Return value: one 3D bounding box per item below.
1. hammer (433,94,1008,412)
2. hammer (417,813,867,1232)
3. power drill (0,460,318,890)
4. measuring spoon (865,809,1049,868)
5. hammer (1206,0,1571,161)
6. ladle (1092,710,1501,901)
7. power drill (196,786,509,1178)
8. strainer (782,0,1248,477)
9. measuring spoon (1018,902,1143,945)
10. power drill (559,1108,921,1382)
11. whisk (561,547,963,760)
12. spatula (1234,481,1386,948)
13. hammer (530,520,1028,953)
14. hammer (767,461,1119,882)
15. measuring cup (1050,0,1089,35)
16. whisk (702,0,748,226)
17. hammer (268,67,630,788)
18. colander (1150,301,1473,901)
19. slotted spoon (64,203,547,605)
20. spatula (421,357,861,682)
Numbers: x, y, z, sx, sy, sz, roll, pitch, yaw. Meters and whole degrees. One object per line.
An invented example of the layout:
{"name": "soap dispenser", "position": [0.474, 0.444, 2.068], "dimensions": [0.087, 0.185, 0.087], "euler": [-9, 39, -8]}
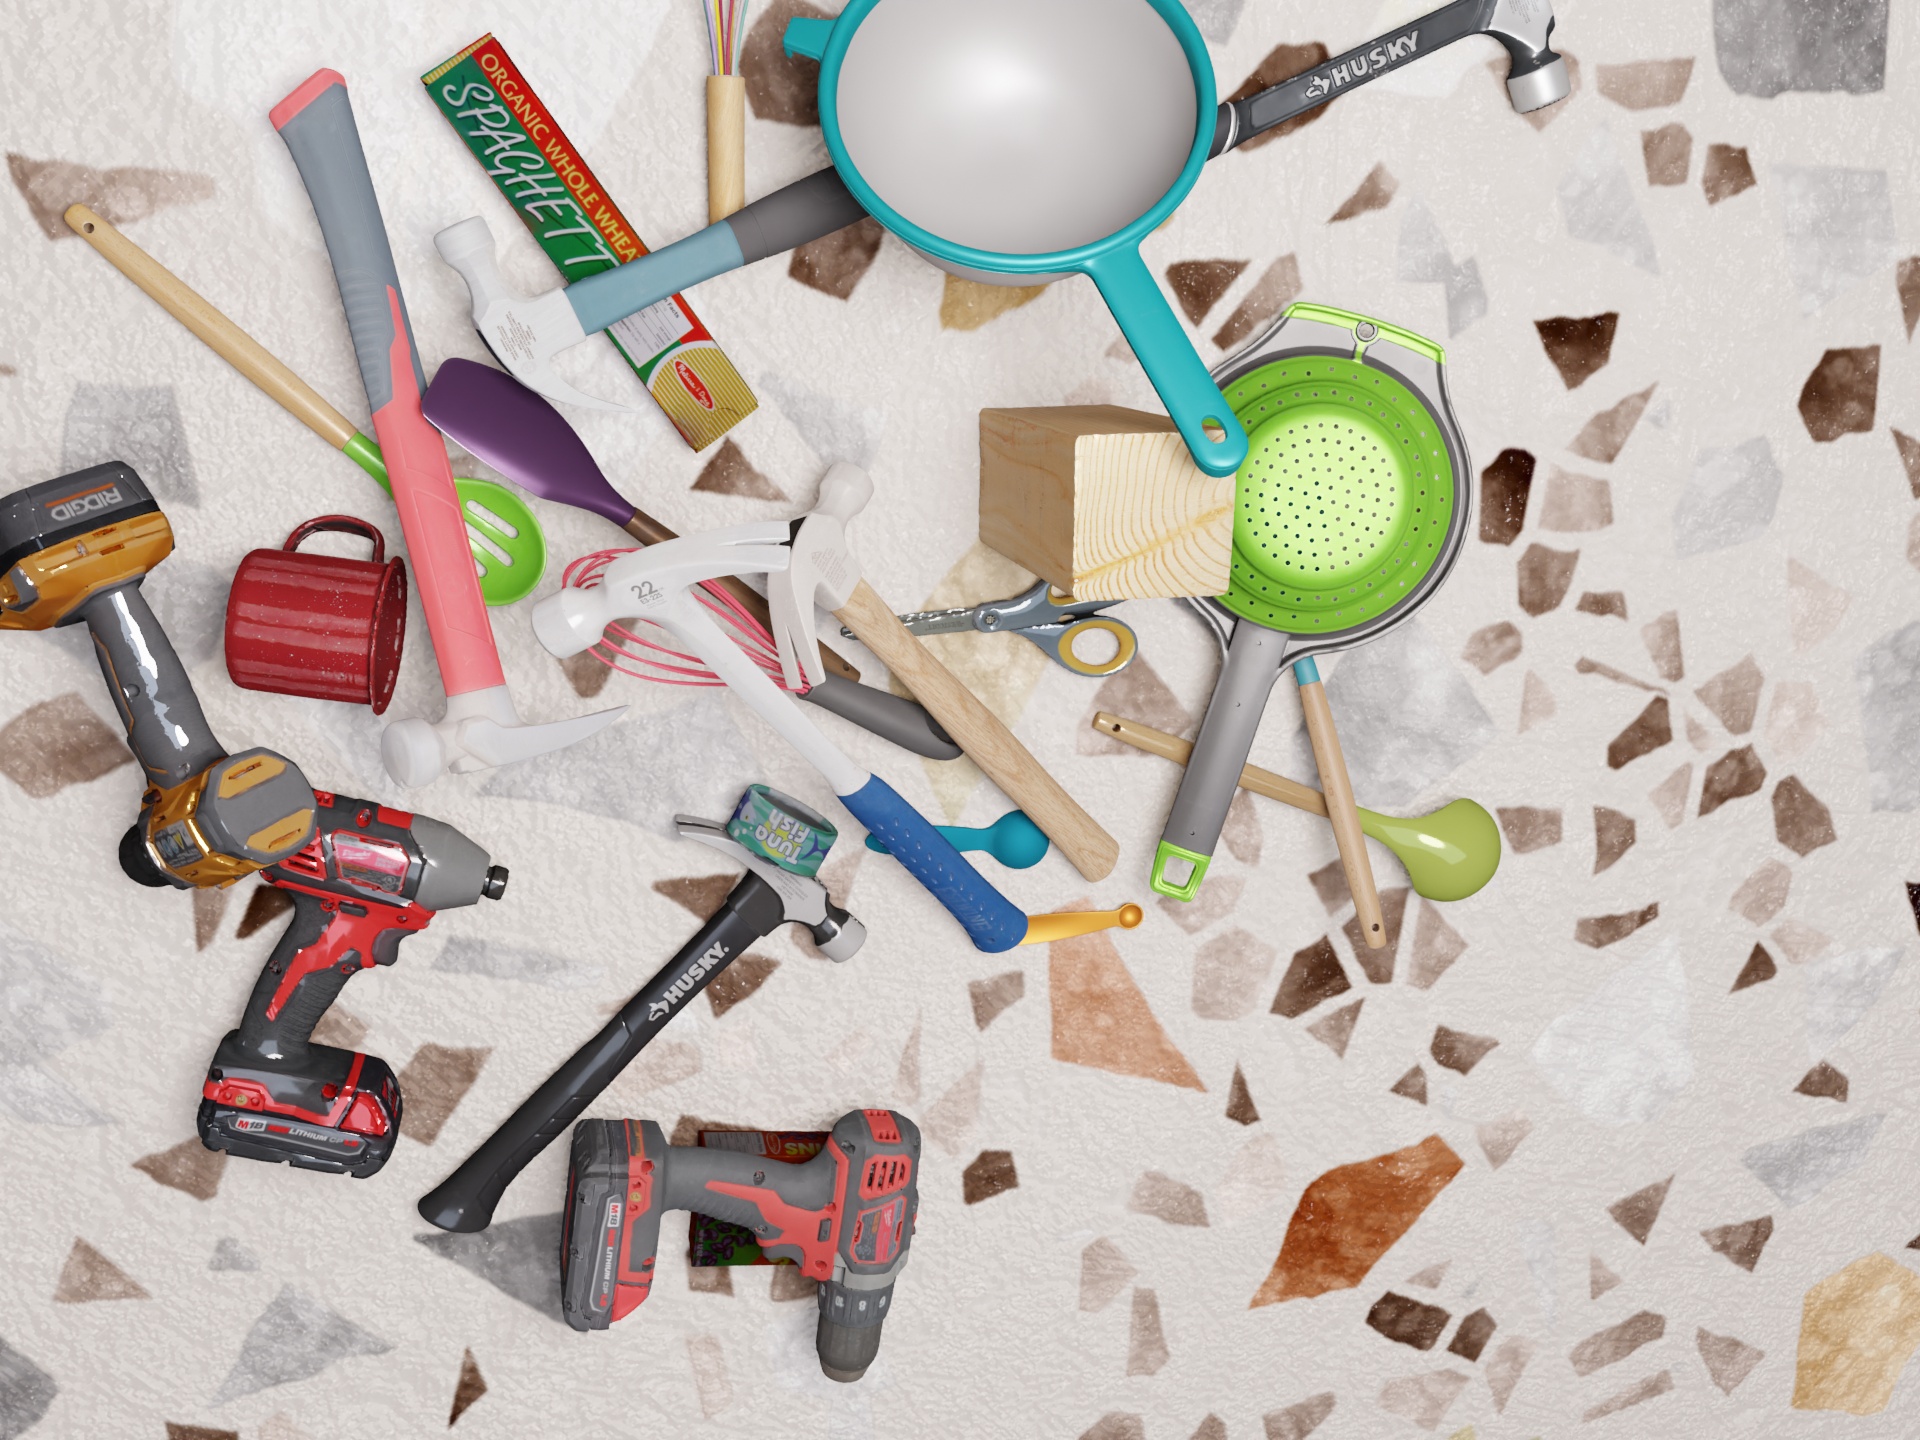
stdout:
{"name": "hammer", "position": [-0.118, -0.280, 0.908], "dimensions": [0.331, 0.033, 0.128], "euler": [-29, 114, -15]}
{"name": "hammer", "position": [-0.228, 0.207, 1.038], "dimensions": [0.335, 0.035, 0.146], "euler": [-45, 110, 1]}
{"name": "power drill", "position": [-0.458, -0.008, 0.877], "dimensions": [0.084, 0.185, 0.226], "euler": [-35, 103, -45]}
{"name": "measuring spoon", "position": [0.001, 0.083, 1.065], "dimensions": [0.128, 0.021, 0.042], "euler": [0, 104, -15]}
{"name": "hammer", "position": [0.179, -0.378, 0.980], "dimensions": [0.409, 0.036, 0.149], "euler": [-26, 108, -5]}
{"name": "ladle", "position": [0.237, 0.051, 1.111], "dimensions": [0.320, 0.062, 0.078], "euler": [20, 98, -11]}
{"name": "power drill", "position": [-0.371, 0.157, 0.972], "dimensions": [0.143, 0.079, 0.219], "euler": [16, 97, -17]}
{"name": "strainer", "position": [0.058, -0.264, 0.863], "dimensions": [0.211, 0.095, 0.340], "euler": [-26, 78, -8]}
{"name": "measuring spoon", "position": [0.070, 0.141, 1.106], "dimensions": [0.117, 0.011, 0.021], "euler": [-7, 105, -8]}
{"name": "power drill", "position": [-0.141, 0.344, 1.033], "dimensions": [0.226, 0.080, 0.188], "euler": [5, 103, -17]}
{"name": "whisk", "position": [-0.109, -0.031, 0.965], "dimensions": [0.295, 0.073, 0.073], "euler": [24, 98, -35]}
{"name": "spatula", "position": [0.241, 0.000, 1.065], "dimensions": [0.082, 0.044, 0.317], "euler": [-15, 90, -2]}
{"name": "hammer", "position": [-0.065, 0.030, 0.942], "dimensions": [0.144, 0.035, 0.405], "euler": [-22, 136, 20]}
{"name": "hammer", "position": [-0.002, -0.003, 1.005], "dimensions": [0.331, 0.031, 0.130], "euler": [47, 54, -29]}
{"name": "measuring cup", "position": [0.085, -0.482, 0.922], "dimensions": [0.095, 0.052, 0.173], "euler": [0, 103, -13]}
{"name": "whisk", "position": [-0.131, -0.389, 0.903], "dimensions": [0.051, 0.047, 0.245], "euler": [-3, 109, -14]}
{"name": "hammer", "position": [-0.294, -0.164, 0.885], "dimensions": [0.143, 0.038, 0.386], "euler": [-17, 94, -45]}
{"name": "colander", "position": [0.195, -0.062, 1.001], "dimensions": [0.204, 0.094, 0.397], "euler": [19, 101, 5]}
{"name": "slotted spoon", "position": [-0.368, -0.179, 0.907], "dimensions": [0.313, 0.031, 0.070], "euler": [41, 91, -18]}
{"name": "spatula", "position": [-0.176, -0.108, 0.946], "dimensions": [0.315, 0.018, 0.060], "euler": [37, 54, -30]}
